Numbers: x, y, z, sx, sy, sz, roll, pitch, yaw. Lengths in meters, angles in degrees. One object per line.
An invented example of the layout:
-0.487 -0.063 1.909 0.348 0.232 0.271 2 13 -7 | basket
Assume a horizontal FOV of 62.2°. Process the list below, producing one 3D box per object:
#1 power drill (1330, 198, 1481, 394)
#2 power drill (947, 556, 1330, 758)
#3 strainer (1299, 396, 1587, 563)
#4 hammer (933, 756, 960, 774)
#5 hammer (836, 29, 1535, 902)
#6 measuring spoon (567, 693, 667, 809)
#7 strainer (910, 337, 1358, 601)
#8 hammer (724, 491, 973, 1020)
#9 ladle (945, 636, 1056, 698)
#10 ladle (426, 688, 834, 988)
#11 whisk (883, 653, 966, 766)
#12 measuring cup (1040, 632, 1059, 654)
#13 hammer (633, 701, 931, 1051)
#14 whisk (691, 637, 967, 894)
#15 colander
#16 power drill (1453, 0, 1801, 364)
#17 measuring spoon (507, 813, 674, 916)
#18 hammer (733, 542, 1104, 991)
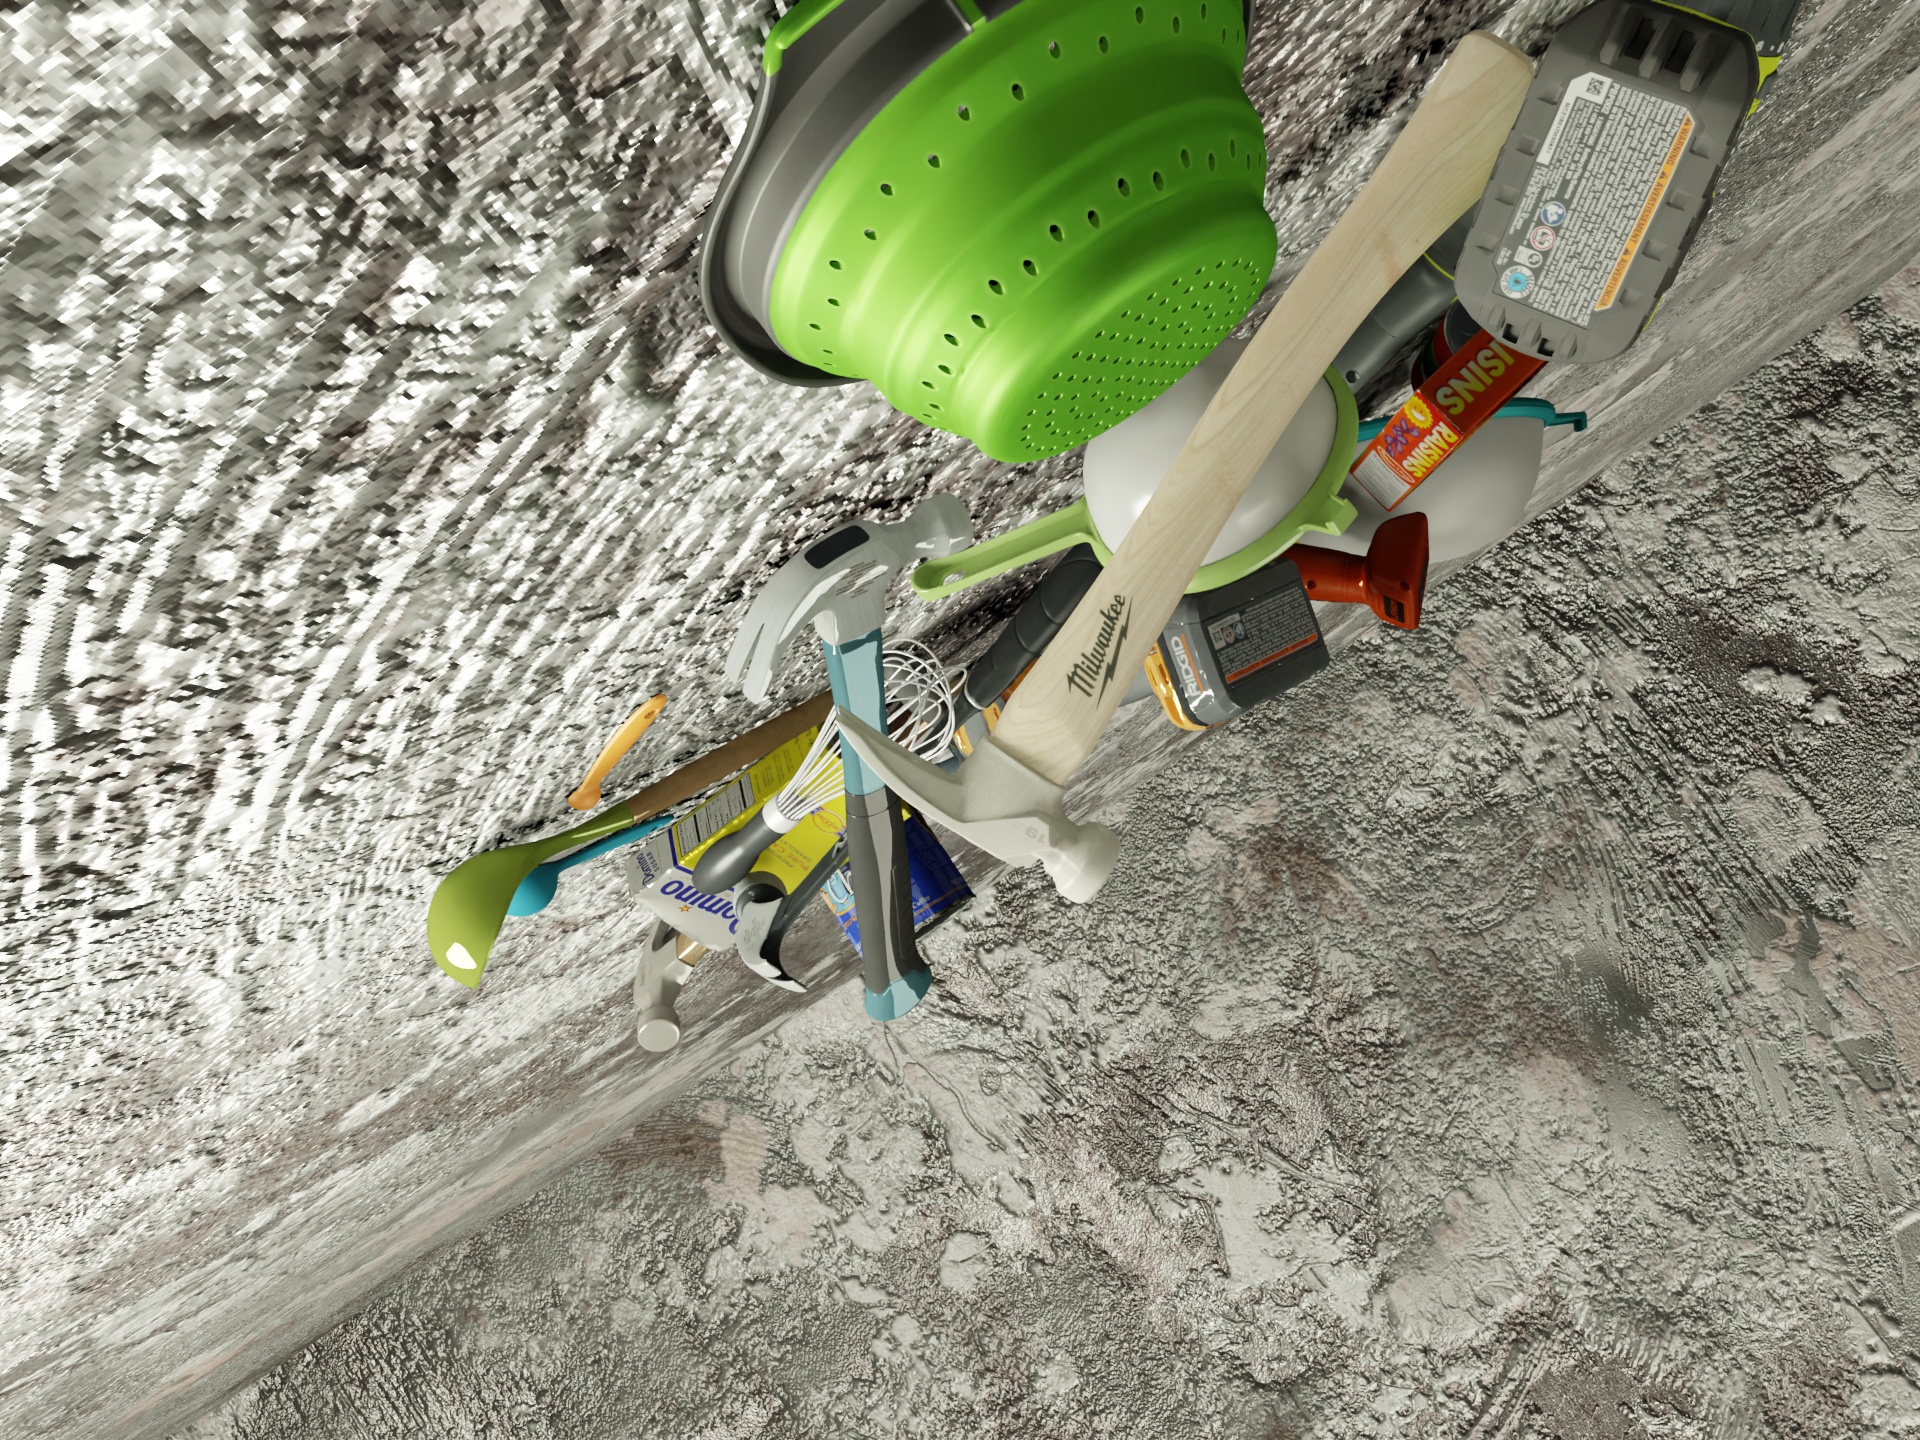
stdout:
0.236 -0.216 0.883 0.223 0.080 0.171 -43 171 31 | power drill
0.124 -0.037 1.022 0.185 0.084 0.226 -24 -176 -41 | power drill
0.275 -0.151 1.098 0.340 0.095 0.211 -9 179 -41 | strainer
0.090 -0.016 1.313 0.386 0.038 0.143 -33 175 38 | hammer
0.108 -0.120 0.703 0.410 0.146 0.038 -56 -170 9 | hammer
-0.181 0.019 0.845 0.021 0.011 0.117 -24 166 -45 | measuring spoon
0.070 -0.125 0.809 0.256 0.152 0.069 -20 138 27 | strainer
-0.046 0.041 0.845 0.128 0.033 0.330 -25 134 -23 | hammer
0.030 -0.042 1.186 0.315 0.031 0.069 -33 173 3 | ladle
-0.166 0.052 0.929 0.320 0.062 0.078 -30 171 -33 | ladle
0.000 0.011 1.103 0.055 0.055 0.238 -35 147 6 | whisk
0.054 -0.067 1.114 0.167 0.038 0.083 -33 170 5 | measuring cup
-0.130 0.094 1.168 0.331 0.031 0.130 -46 -152 14 | hammer
-0.088 0.040 0.954 0.070 0.070 0.284 -23 167 -47 | whisk
0.039 -0.136 0.574 0.204 0.094 0.397 -34 170 1 | colander
0.300 -0.261 0.679 0.228 0.080 0.190 -42 154 -46 | power drill
-0.230 0.092 0.996 0.128 0.021 0.042 -26 167 -34 | measuring spoon
-0.002 -0.003 0.960 0.409 0.036 0.149 -49 -162 8 | hammer
